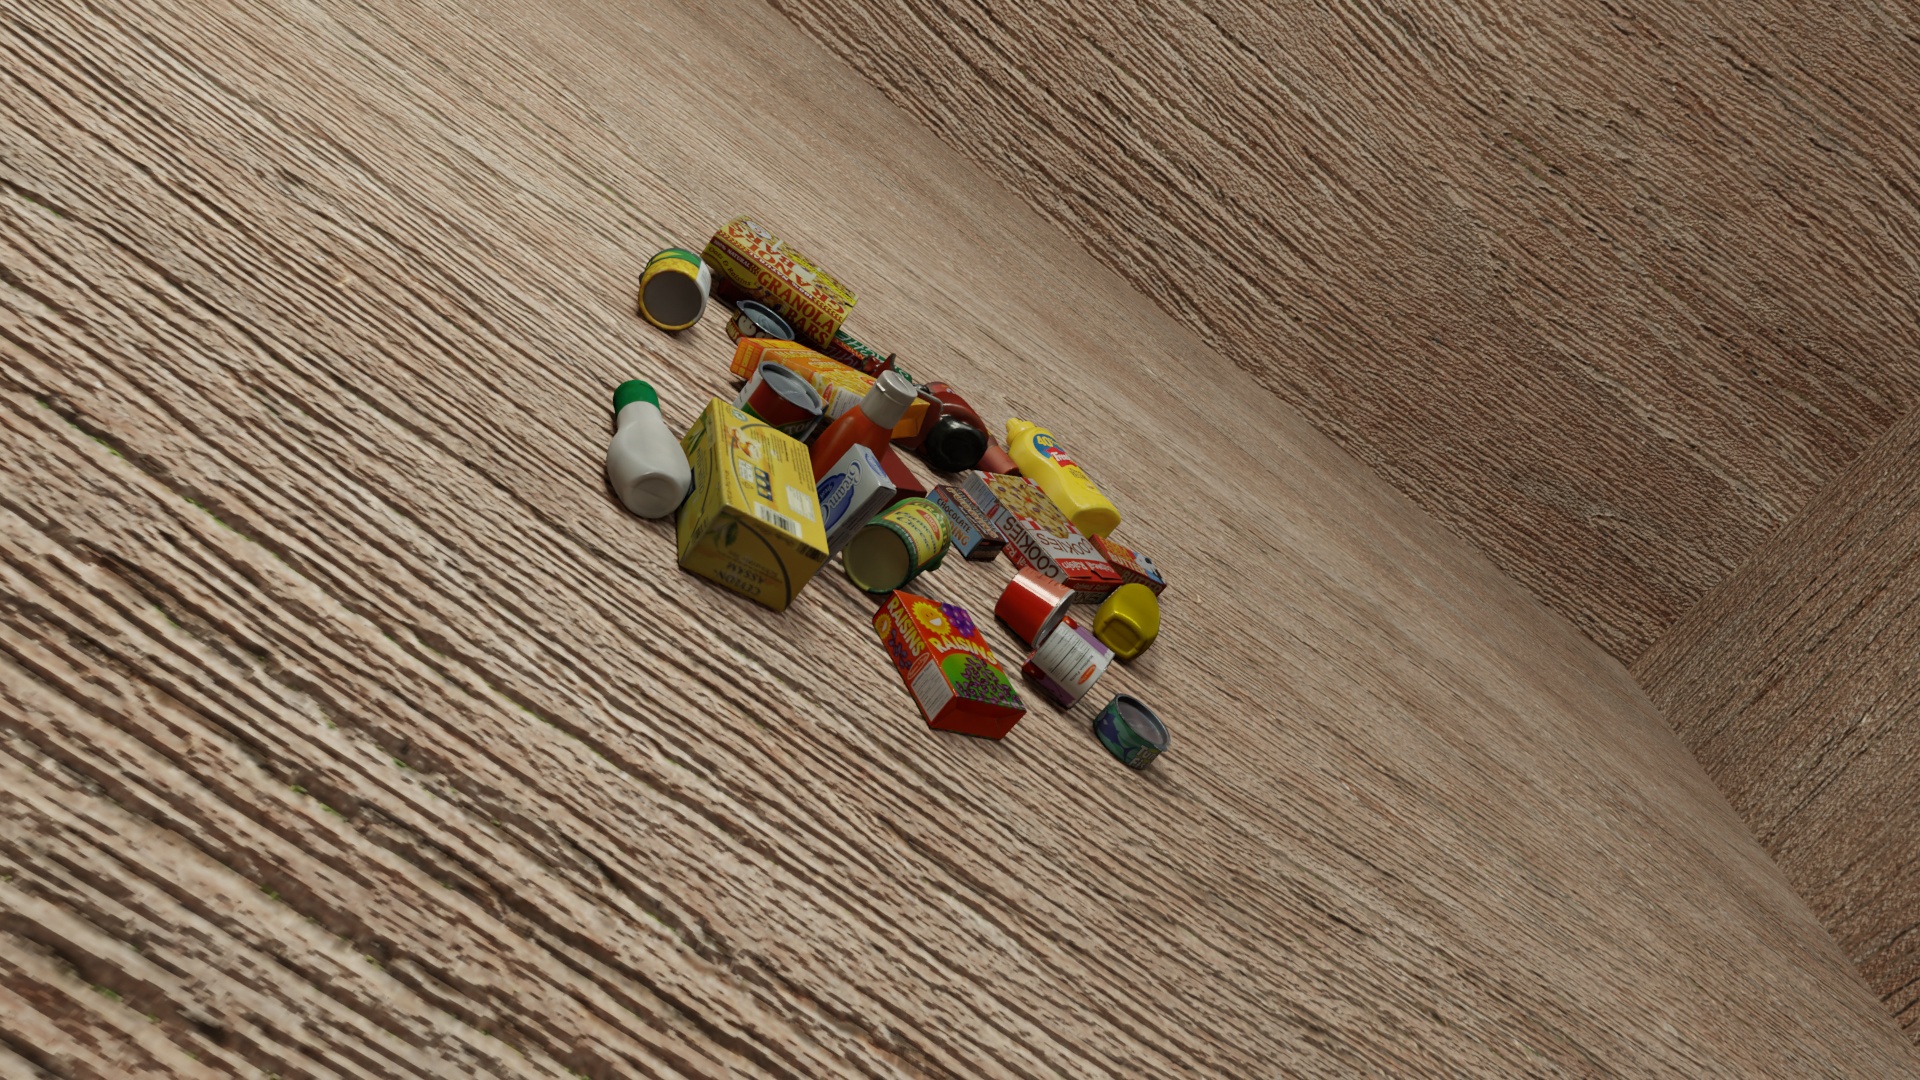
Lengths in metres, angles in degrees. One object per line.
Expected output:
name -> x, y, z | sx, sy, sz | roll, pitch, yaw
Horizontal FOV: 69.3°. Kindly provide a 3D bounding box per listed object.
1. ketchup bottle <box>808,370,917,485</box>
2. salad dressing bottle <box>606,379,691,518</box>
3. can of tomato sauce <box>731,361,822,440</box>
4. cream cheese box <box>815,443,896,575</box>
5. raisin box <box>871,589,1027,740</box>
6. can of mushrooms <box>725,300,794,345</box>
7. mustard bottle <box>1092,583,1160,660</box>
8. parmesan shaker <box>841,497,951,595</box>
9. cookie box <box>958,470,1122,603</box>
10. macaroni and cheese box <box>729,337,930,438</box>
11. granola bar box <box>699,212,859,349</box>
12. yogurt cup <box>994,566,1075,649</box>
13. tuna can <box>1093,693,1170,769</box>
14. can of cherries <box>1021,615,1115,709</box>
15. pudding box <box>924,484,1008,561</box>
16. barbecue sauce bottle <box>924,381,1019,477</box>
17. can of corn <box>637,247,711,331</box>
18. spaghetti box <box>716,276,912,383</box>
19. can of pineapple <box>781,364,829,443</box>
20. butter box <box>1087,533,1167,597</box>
ketchup bottle -> -0.094, -0.081, 1.213 | 0.043, 0.148, 0.065 | 9, 36, -51
salad dressing bottle -> -0.249, -0.076, 1.095 | 0.064, 0.044, 0.148 | 23, 25, -31
can of tomato sauce -> -0.170, -0.104, 1.225 | 0.071, 0.083, 0.071 | 34, 22, -15
cream cheese box -> -0.103, -0.025, 1.149 | 0.024, 0.103, 0.053 | 24, 26, -52
raisin box -> -0.010, 0.101, 1.136 | 0.086, 0.040, 0.124 | 17, 29, -43
can of mushrooms -> -0.213, -0.221, 1.461 | 0.071, 0.033, 0.071 | 34, 22, -15
mustard bottle -> 0.184, 0.079, 1.489 | 0.065, 0.048, 0.161 | 41, 20, 3
parmesan shaker -> -0.053, 0.007, 1.220 | 0.071, 0.071, 0.103 | 41, 21, 5
cookie box -> 0.086, -0.004, 1.506 | 0.168, 0.040, 0.123 | 50, 23, 25
macaroni and cheese box -> -0.128, -0.150, 1.378 | 0.166, 0.040, 0.124 | 25, 13, 14
granola bar box -> -0.197, -0.290, 1.536 | 0.165, 0.039, 0.125 | 35, 22, -9
yogurt cup -> 0.069, 0.061, 1.316 | 0.054, 0.072, 0.072 | 35, 19, 13
tuna can -> 0.158, 0.176, 1.270 | 0.071, 0.032, 0.071 | 33, 22, -15
can of cherries -> 0.097, 0.110, 1.262 | 0.058, 0.071, 0.072 | 39, 21, 2
pudding box -> 0.005, -0.018, 1.414 | 0.050, 0.030, 0.084 | 9, 37, -55
barbecue sauce bottle -> 0.009, -0.121, 1.612 | 0.149, 0.043, 0.065 | 49, 22, 23
can of corn -> -0.281, -0.244, 1.354 | 0.071, 0.071, 0.058 | 31, 22, -21
spaghetti box -> -0.160, -0.230, 1.572 | 0.250, 0.028, 0.050 | 31, 23, -20
can of pineapple -> -0.164, -0.120, 1.289 | 0.058, 0.070, 0.071 | 39, 21, -1
butter box -> 0.194, 0.030, 1.638 | 0.103, 0.024, 0.053 | 23, 26, -38
